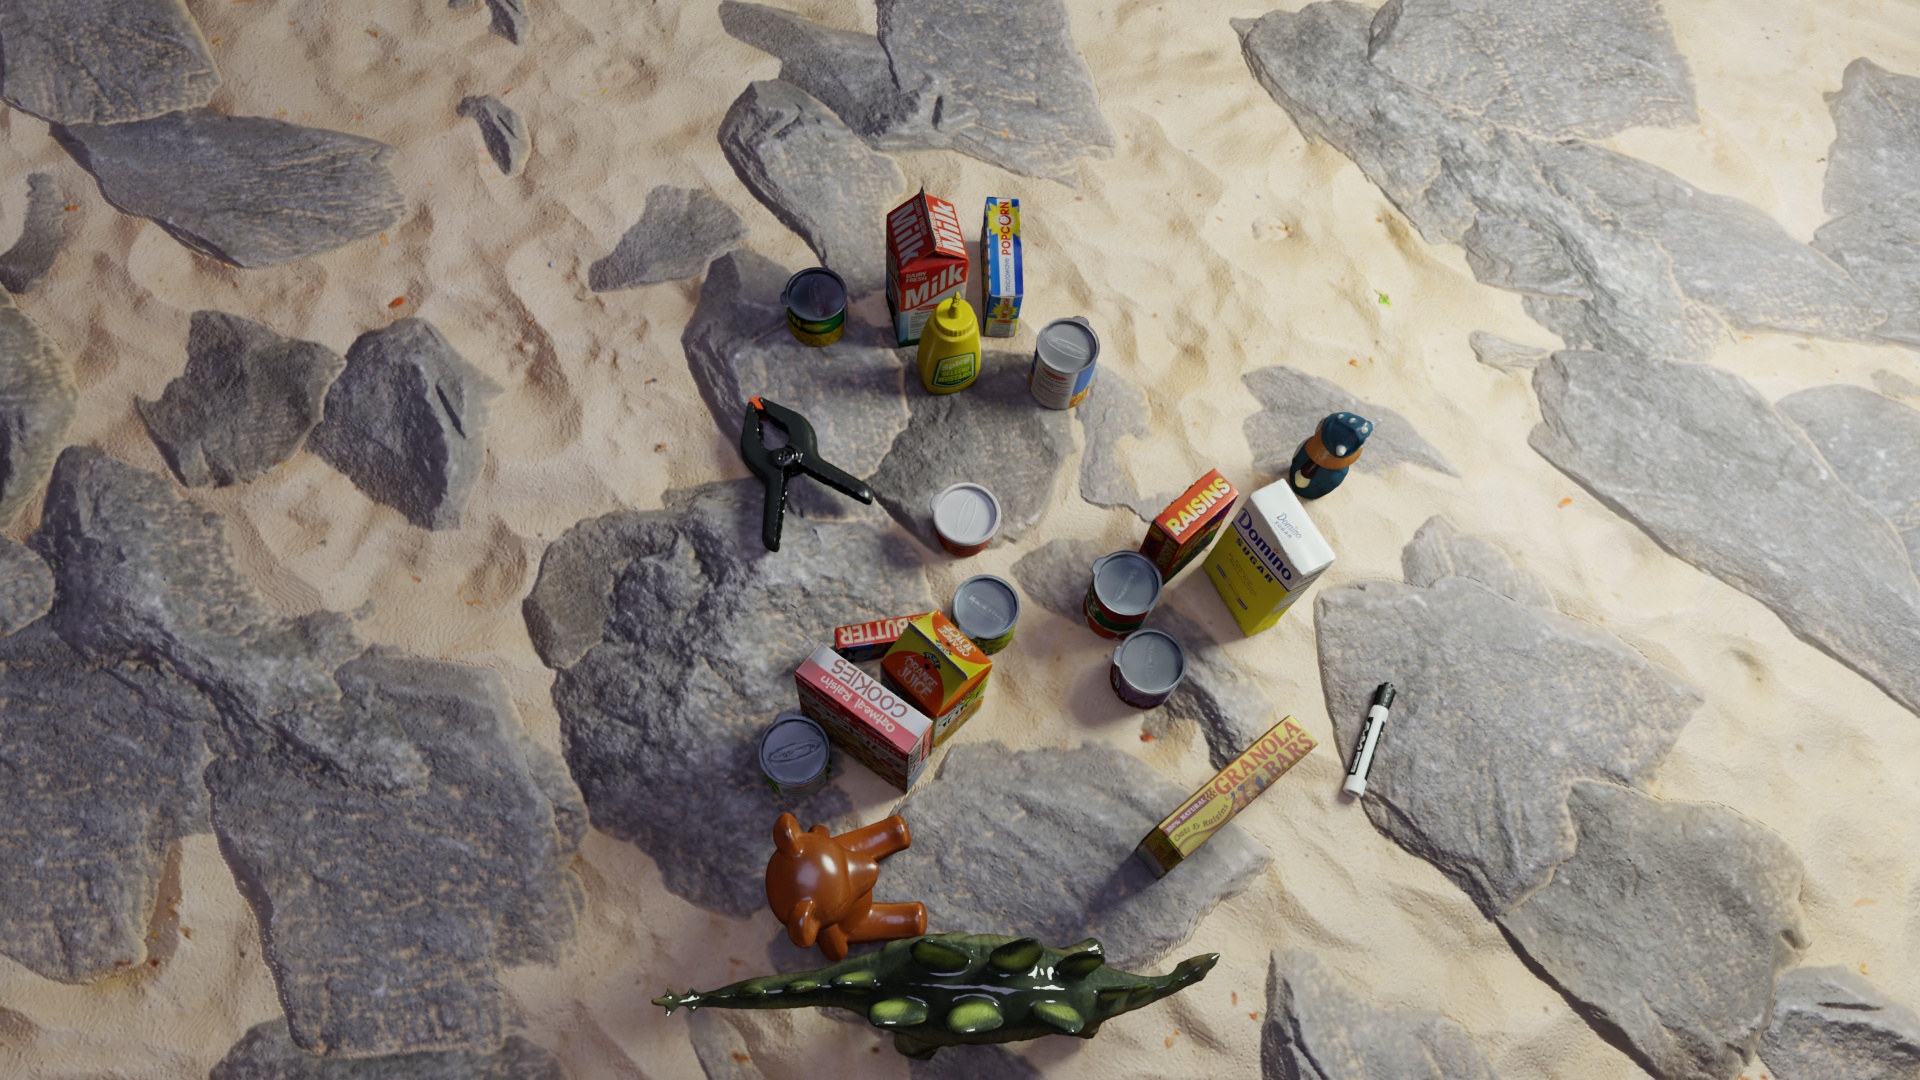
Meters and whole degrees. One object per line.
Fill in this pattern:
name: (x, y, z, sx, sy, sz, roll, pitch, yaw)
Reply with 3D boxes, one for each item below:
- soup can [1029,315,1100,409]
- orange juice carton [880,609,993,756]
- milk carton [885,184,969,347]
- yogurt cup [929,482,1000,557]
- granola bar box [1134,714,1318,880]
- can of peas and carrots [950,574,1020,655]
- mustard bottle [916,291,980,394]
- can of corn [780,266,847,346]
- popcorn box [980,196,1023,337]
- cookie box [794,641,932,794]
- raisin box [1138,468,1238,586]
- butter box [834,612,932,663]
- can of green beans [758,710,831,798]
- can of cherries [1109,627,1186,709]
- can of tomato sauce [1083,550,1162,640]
soup can: (0.110, -0.187, 1.466, 0.071, 0.083, 0.071, 1, 68, -3)
orange juice carton: (-0.024, 0.127, 1.266, 0.073, 0.192, 0.072, -42, 76, -18)
milk carton: (-0.036, -0.283, 1.439, 0.073, 0.189, 0.072, -11, 69, -8)
yogurt cup: (0.005, -0.018, 1.404, 0.072, 0.053, 0.072, 1, 67, -3)
granola bar box: (0.241, 0.236, 1.274, 0.166, 0.123, 0.039, -36, 74, -16)
can of peas and carrots: (0.022, 0.076, 1.363, 0.071, 0.058, 0.071, 1, 67, -3)
mustard bottle: (-0.010, -0.206, 1.425, 0.065, 0.159, 0.049, -14, 69, -9)
can of corn: (-0.156, -0.249, 1.489, 0.071, 0.058, 0.071, 1, 67, -3)
popcorn box: (0.044, -0.296, 1.506, 0.038, 0.085, 0.127, 0, 67, -3)
cookie box: (-0.088, 0.165, 1.260, 0.123, 0.166, 0.040, 34, 70, 10)
raisin box: (0.222, -0.010, 1.377, 0.086, 0.123, 0.040, -39, 75, -17)
butter box: (-0.071, 0.096, 1.352, 0.103, 0.053, 0.024, -9, 69, -7)
can of green beans: (-0.154, 0.203, 1.299, 0.071, 0.057, 0.071, 1, 67, -3)
can of cherries: (0.179, 0.125, 1.353, 0.071, 0.058, 0.072, 1, 67, -3)
can of tomato sauce: (0.156, 0.055, 1.367, 0.071, 0.082, 0.071, 1, 68, -3)
